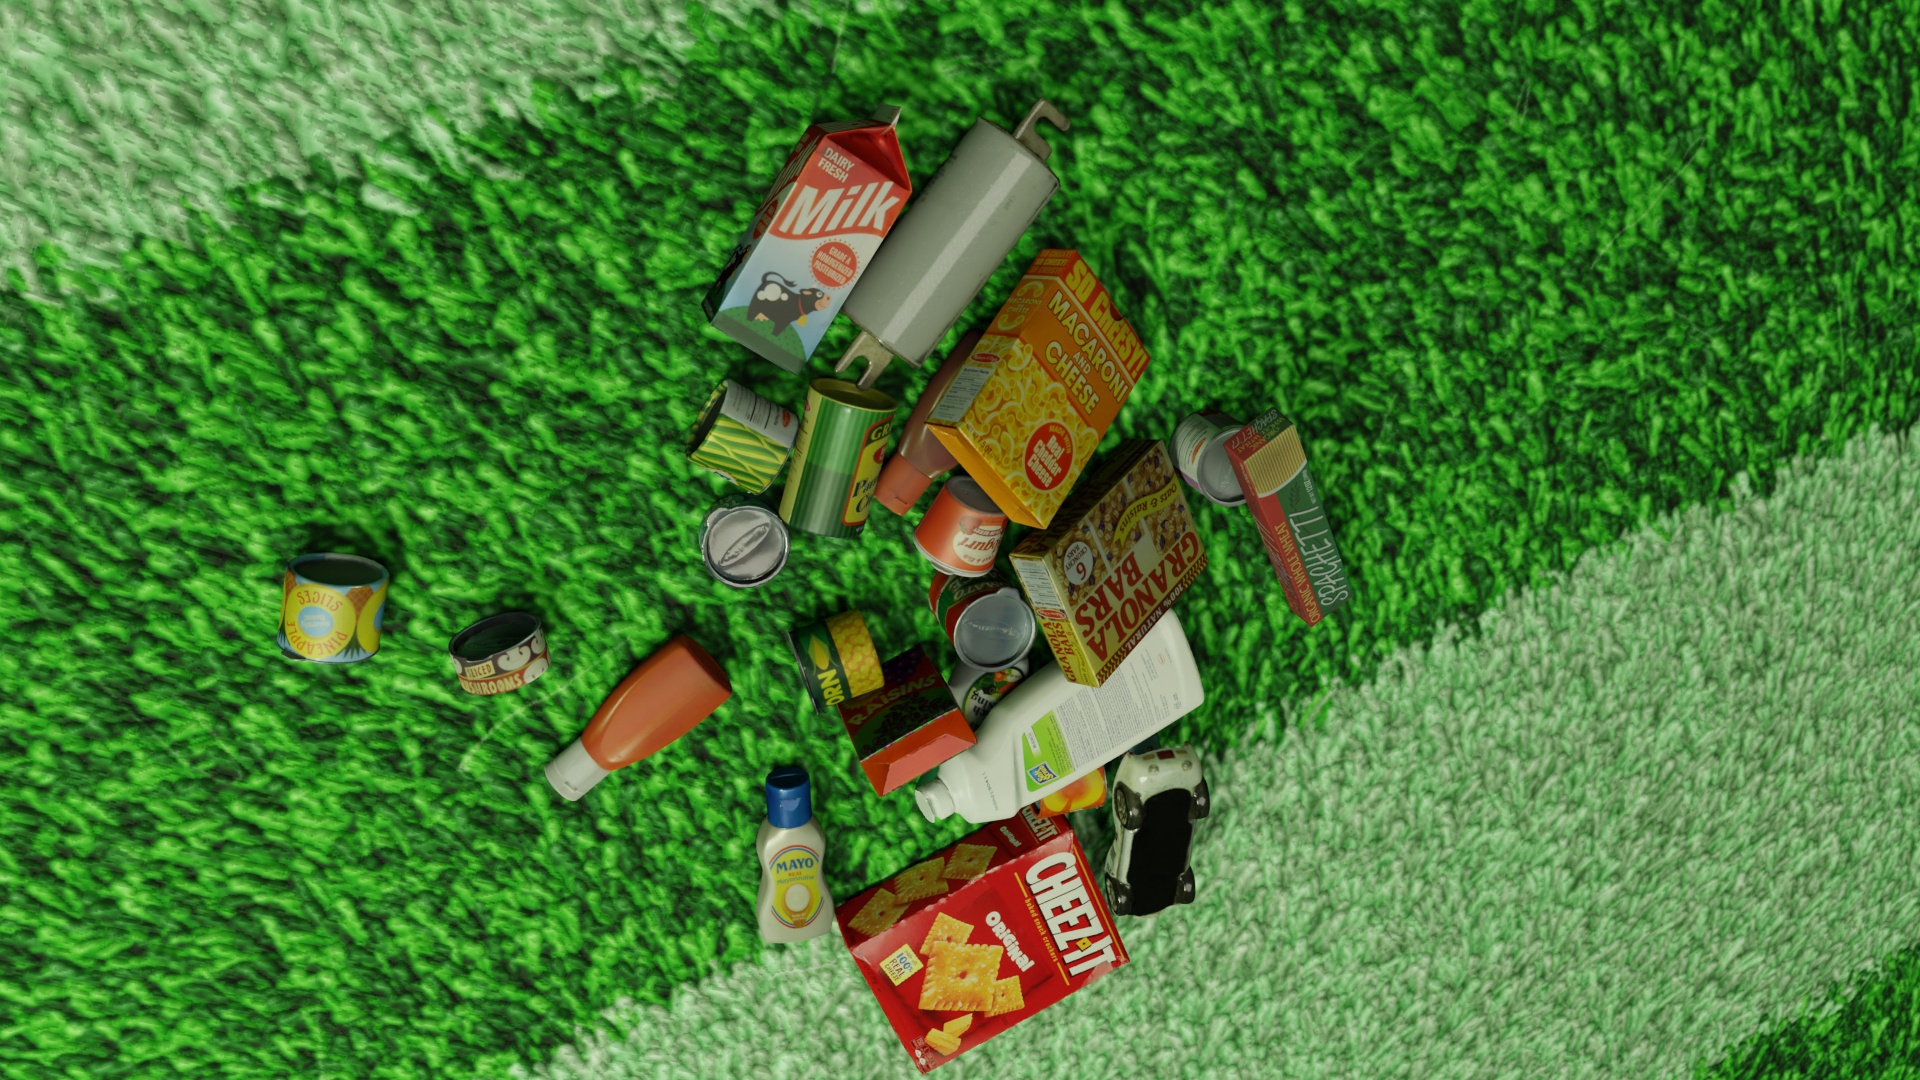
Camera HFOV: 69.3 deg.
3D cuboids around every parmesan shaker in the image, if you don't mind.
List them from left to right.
[{"bbox_3d":[-0.090,-0.061,1.026,0.071,0.071,0.102,9,111,-20],"label":"parmesan shaker"}]

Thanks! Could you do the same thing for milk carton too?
[{"bbox_3d":[-0.098,-0.218,0.961,0.073,0.072,0.190,29,99,-24],"label":"milk carton"}]

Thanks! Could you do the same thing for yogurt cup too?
[{"bbox_3d":[0.004,-0.013,1.065,0.072,0.073,0.053,14,121,-21],"label":"yogurt cup"}]

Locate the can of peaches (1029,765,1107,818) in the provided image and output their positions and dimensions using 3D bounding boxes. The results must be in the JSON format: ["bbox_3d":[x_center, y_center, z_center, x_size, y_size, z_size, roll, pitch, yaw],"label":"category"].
[{"bbox_3d":[0.086,0.200,1.176,0.058,0.071,0.071,-9,112,-13],"label":"can of peaches"}]

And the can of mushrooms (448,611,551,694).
[{"bbox_3d":[-0.333,0.082,1.003,0.071,0.071,0.033,-14,115,-11],"label":"can of mushrooms"}]

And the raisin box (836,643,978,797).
[{"bbox_3d":[-0.045,0.137,1.082,0.086,0.124,0.040,-30,114,-4],"label":"raisin box"}]

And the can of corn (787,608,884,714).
[{"bbox_3d":[-0.096,0.094,1.080,0.058,0.071,0.071,-19,114,-10],"label":"can of corn"}]

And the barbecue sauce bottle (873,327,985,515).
[{"bbox_3d":[-0.011,-0.086,1.053,0.065,0.044,0.148,35,98,-32],"label":"barbecue sauce bottle"}]

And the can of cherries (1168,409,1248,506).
[{"bbox_3d":[0.211,-0.066,1.119,0.071,0.058,0.071,-6,111,-15],"label":"can of cherries"}]

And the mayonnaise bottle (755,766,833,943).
[{"bbox_3d":[-0.139,0.259,1.144,0.065,0.041,0.147,-6,112,-13],"label":"mayonnaise bottle"}]

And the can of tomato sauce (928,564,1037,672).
[{"bbox_3d":[0.016,0.054,1.091,0.071,0.083,0.071,-6,112,-15],"label":"can of tomato sauce"}]

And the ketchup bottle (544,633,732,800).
[{"bbox_3d":[-0.250,0.140,1.065,0.149,0.043,0.064,-39,115,0],"label":"ketchup bottle"}]

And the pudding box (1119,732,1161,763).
[{"bbox_3d":[0.157,0.191,1.204,0.030,0.050,0.083,-17,115,-4],"label":"pudding box"}]

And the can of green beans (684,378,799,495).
[{"bbox_3d":[-0.158,-0.075,1.000,0.058,0.071,0.071,28,100,-23],"label":"can of green beans"}]

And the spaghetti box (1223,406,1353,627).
[{"bbox_3d":[0.270,-0.012,1.126,0.050,0.029,0.249,-37,137,-2],"label":"spaghetti box"}]

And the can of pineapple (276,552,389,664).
[{"bbox_3d":[-0.434,0.047,0.960,0.071,0.071,0.057,8,107,-19],"label":"can of pineapple"}]

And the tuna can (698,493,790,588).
[{"bbox_3d":[-0.164,-0.002,1.044,0.071,0.033,0.070,-6,111,-15],"label":"tuna can"}]

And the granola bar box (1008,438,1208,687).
[{"bbox_3d":[0.120,0.015,1.089,0.166,0.039,0.123,-43,120,-34],"label":"granola bar box"}]

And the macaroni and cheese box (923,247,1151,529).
[{"bbox_3d":[0.062,-0.111,1.020,0.123,0.040,0.167,47,69,-39],"label":"macaroni and cheese box"}]

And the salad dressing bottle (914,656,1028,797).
[{"bbox_3d":[0.006,0.153,1.146,0.064,0.044,0.147,15,106,-34],"label":"salad dressing bottle"}]
